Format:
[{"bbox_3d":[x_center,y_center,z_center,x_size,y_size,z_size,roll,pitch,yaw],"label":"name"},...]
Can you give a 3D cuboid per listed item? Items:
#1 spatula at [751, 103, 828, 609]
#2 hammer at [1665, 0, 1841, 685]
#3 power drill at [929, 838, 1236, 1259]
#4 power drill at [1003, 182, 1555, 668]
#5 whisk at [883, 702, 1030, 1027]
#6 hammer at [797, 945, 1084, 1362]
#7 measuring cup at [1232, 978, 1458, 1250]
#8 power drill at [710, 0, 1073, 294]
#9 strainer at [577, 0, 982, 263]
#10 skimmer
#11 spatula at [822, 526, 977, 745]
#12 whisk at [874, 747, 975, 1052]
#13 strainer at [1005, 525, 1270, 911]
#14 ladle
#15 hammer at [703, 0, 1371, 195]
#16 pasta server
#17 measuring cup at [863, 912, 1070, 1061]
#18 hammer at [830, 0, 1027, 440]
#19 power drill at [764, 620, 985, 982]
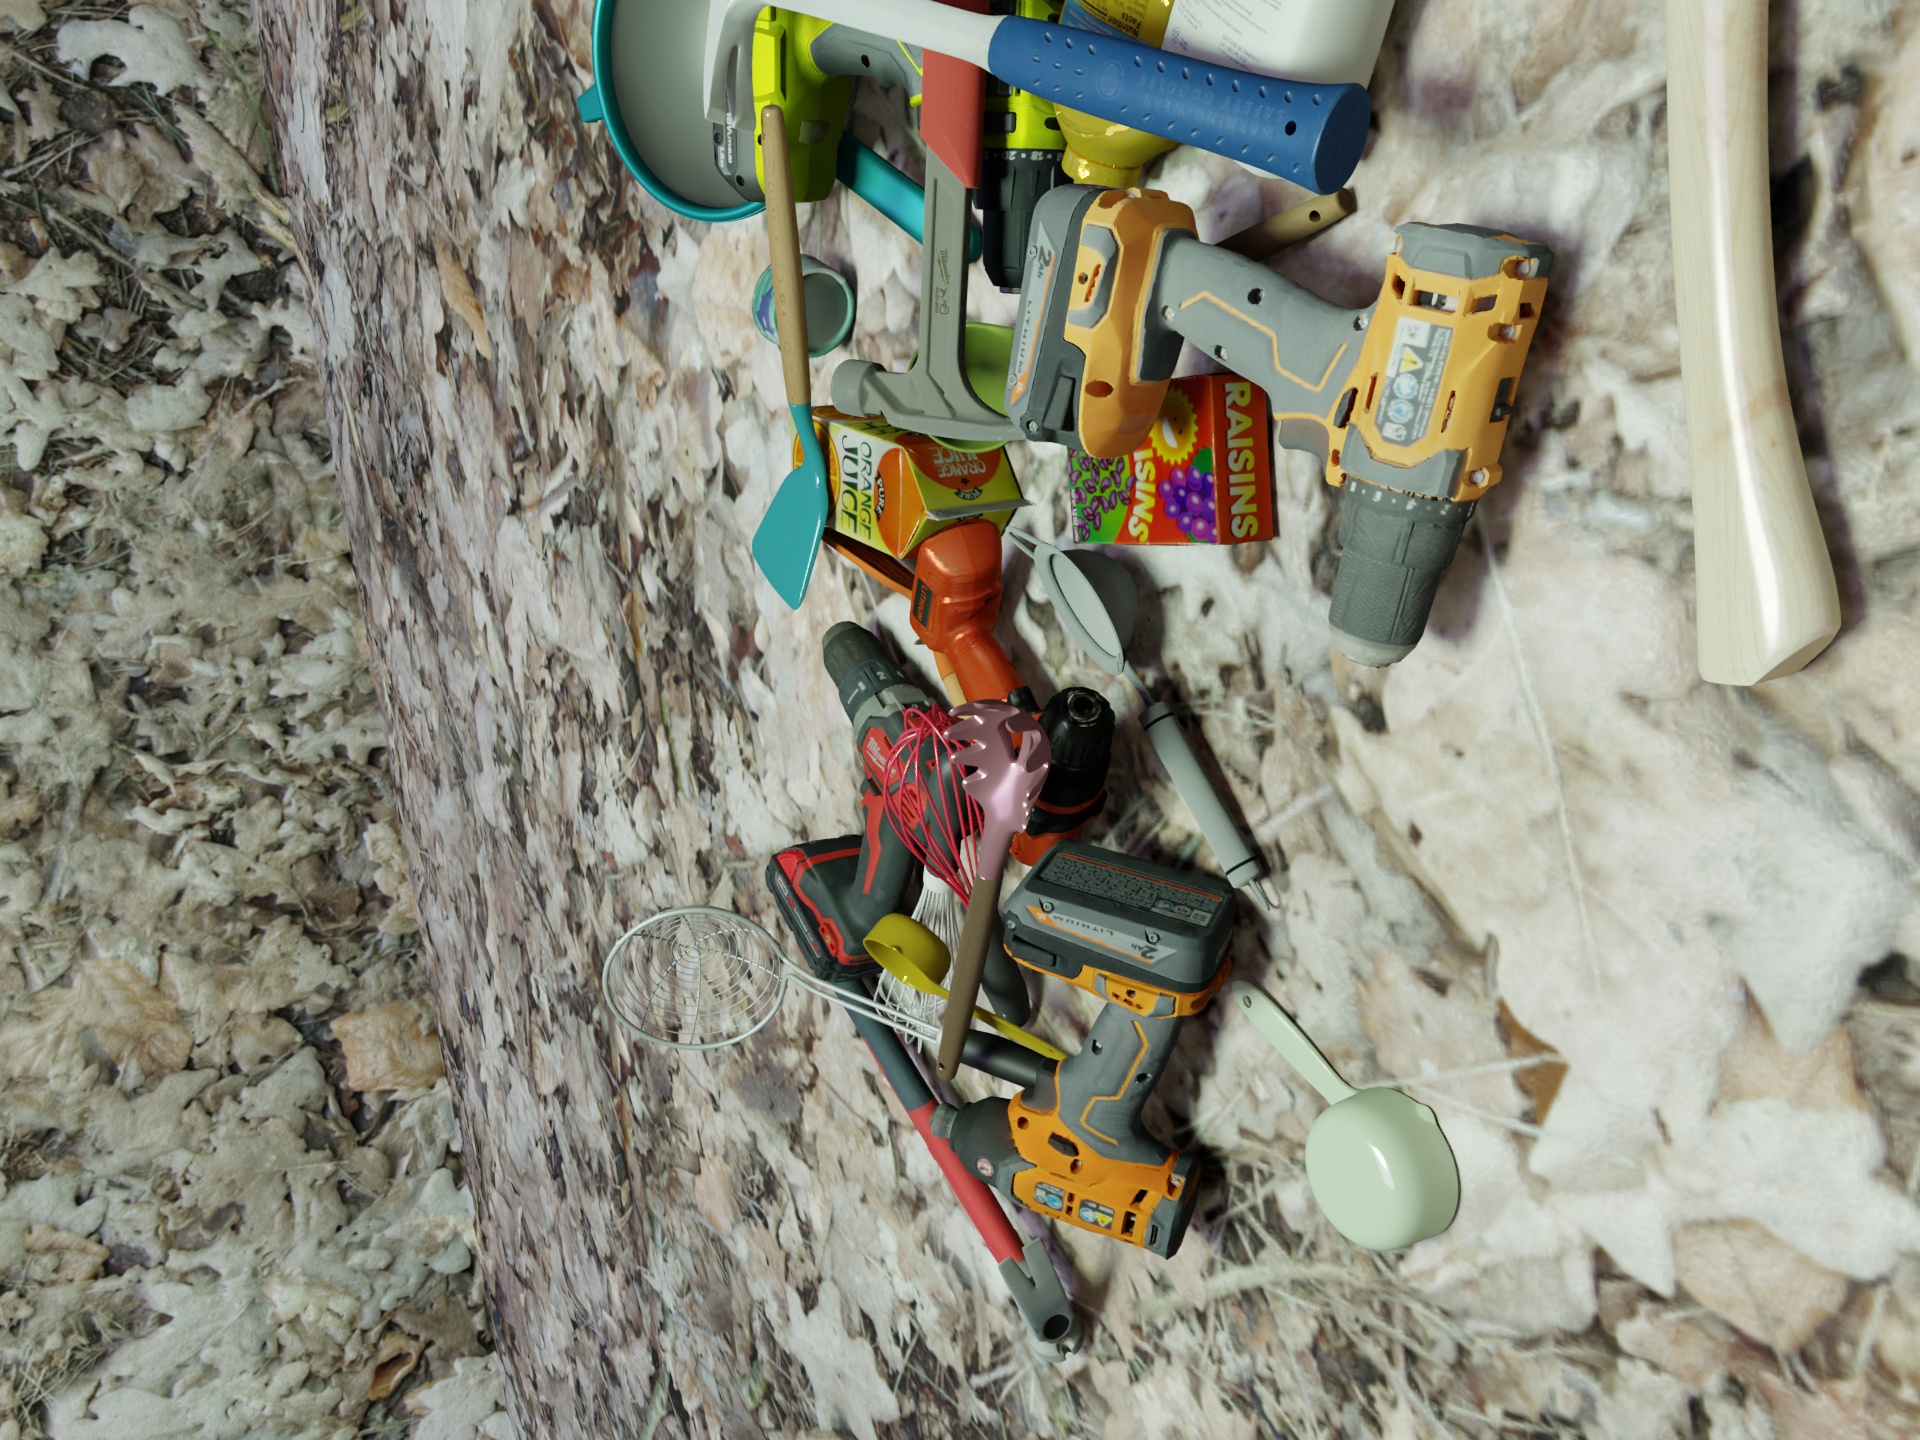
[{"bbox_3d":[-0.111,-0.217,0.981,0.082,0.044,0.317,52,153,42],"label":"spatula"},{"bbox_3d":[0.260,-0.218,0.564,0.146,0.038,0.410,7,105,59],"label":"hammer"},{"bbox_3d":[0.065,0.188,0.906,0.164,0.084,0.226,14,116,19],"label":"power drill"},{"bbox_3d":[0.131,-0.138,0.710,0.226,0.084,0.185,23,116,32],"label":"power drill"},{"bbox_3d":[0.007,0.101,0.973,0.073,0.073,0.295,45,159,42],"label":"whisk"},{"bbox_3d":[-0.031,0.271,1.144,0.387,0.038,0.143,51,166,43],"label":"hammer"},{"bbox_3d":[0.181,0.197,0.815,0.168,0.038,0.083,49,138,38],"label":"measuring cup"},{"bbox_3d":[-0.031,-0.346,0.905,0.229,0.080,0.190,14,112,32],"label":"power drill"},{"bbox_3d":[-0.094,-0.402,1.044,0.340,0.095,0.211,42,124,16],"label":"strainer"},{"bbox_3d":[-0.076,0.211,1.060,0.363,0.090,0.127,15,126,30],"label":"skimmer"},{"bbox_3d":[-0.002,-0.003,1.042,0.041,0.081,0.323,-34,72,23],"label":"spatula"},{"bbox_3d":[-0.015,0.123,1.057,0.070,0.070,0.284,52,148,37],"label":"whisk"},{"bbox_3d":[0.106,-0.009,0.875,0.259,0.050,0.086,62,172,15],"label":"strainer"},{"bbox_3d":[0.077,-0.212,0.844,0.320,0.062,0.078,-10,117,56],"label":"ladle"},{"bbox_3d":[0.011,-0.312,0.744,0.406,0.035,0.144,33,116,36],"label":"hammer"},{"bbox_3d":[0.008,0.108,0.904,0.060,0.040,0.316,36,137,28],"label":"pasta server"},{"bbox_3d":[0.010,0.169,1.005,0.156,0.029,0.062,27,156,17],"label":"measuring cup"},{"bbox_3d":[0.004,-0.327,0.820,0.149,0.036,0.359,14,111,29],"label":"hammer"},{"bbox_3d":[-0.070,0.059,1.147,0.188,0.080,0.226,57,139,32],"label":"power drill"}]
